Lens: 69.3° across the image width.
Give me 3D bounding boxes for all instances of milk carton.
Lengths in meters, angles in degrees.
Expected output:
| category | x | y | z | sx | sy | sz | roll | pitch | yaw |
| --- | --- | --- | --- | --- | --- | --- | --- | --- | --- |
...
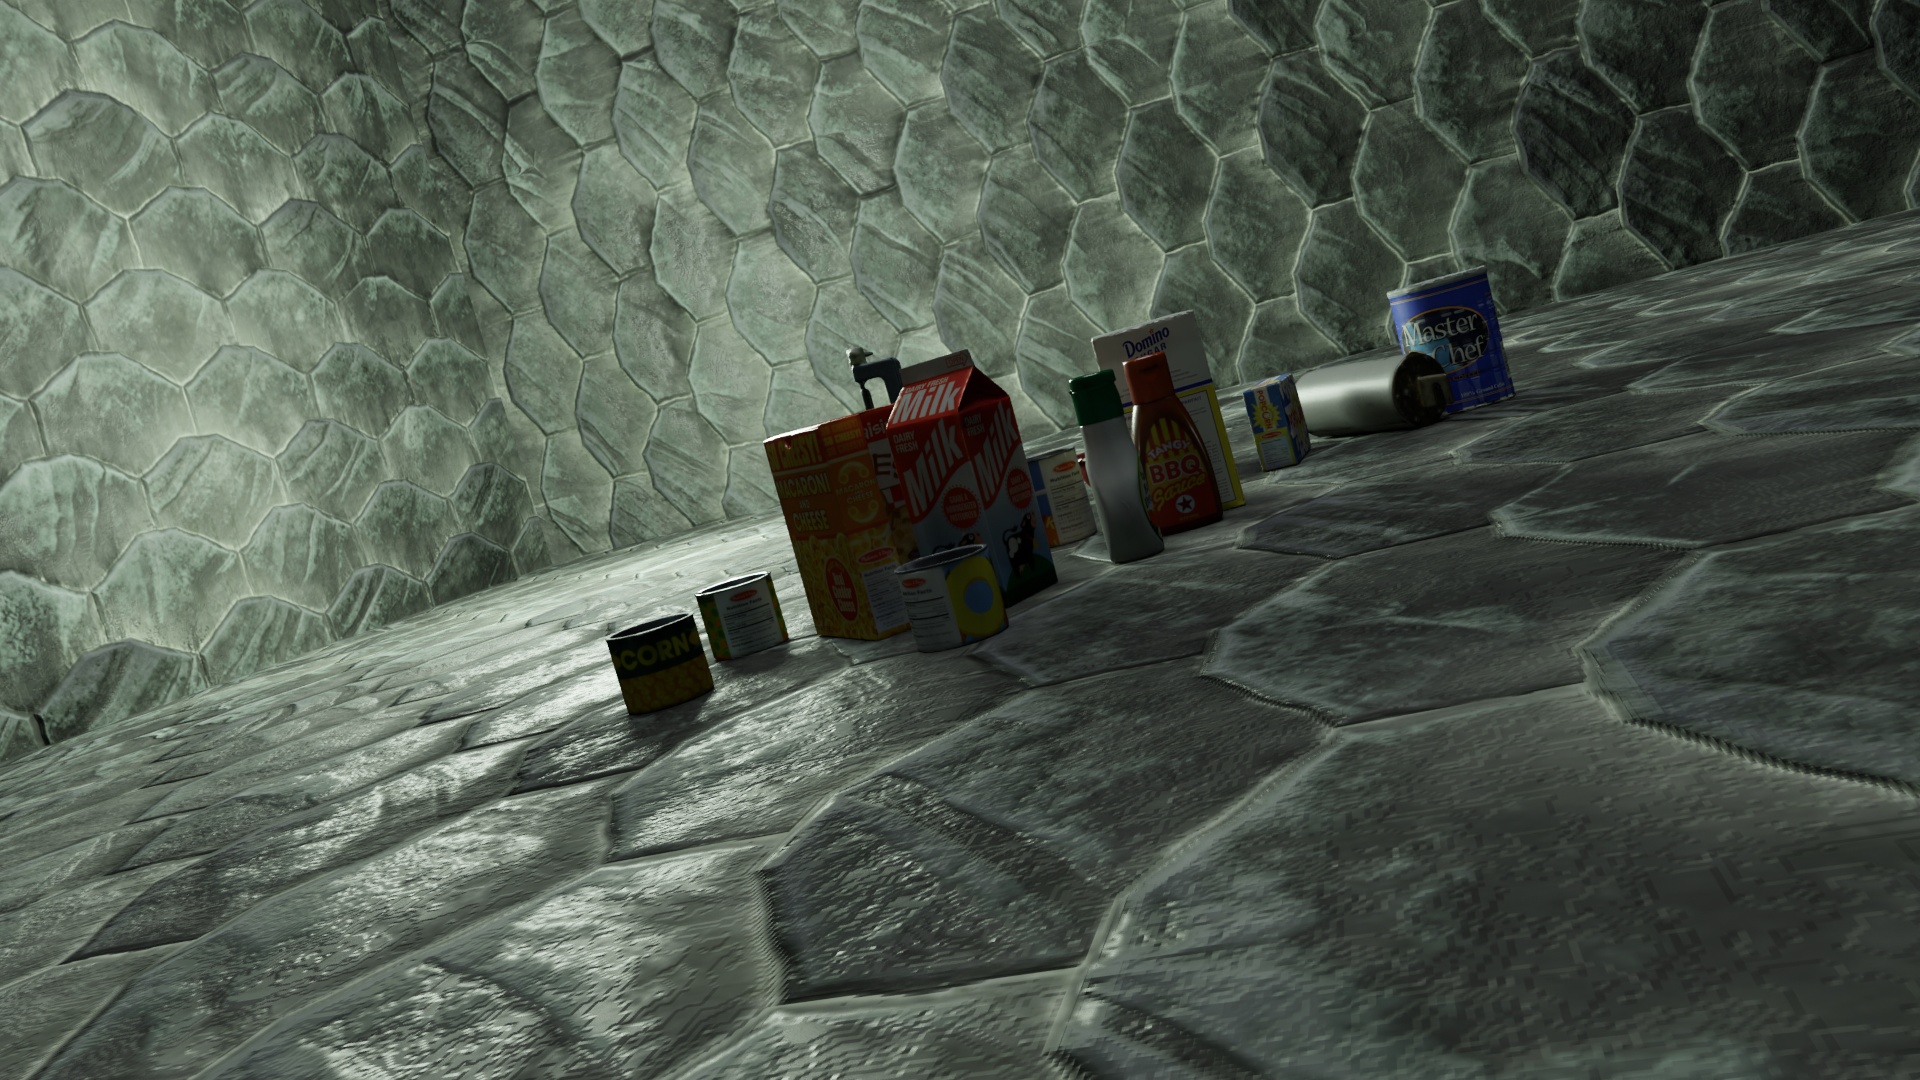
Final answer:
| category | x | y | z | sx | sy | sz | roll | pitch | yaw |
| --- | --- | --- | --- | --- | --- | --- | --- | --- | --- |
| milk carton | 0.004 | -0.045 | 1.052 | 0.072 | 0.190 | 0.074 | -11 | 7 | 38 |

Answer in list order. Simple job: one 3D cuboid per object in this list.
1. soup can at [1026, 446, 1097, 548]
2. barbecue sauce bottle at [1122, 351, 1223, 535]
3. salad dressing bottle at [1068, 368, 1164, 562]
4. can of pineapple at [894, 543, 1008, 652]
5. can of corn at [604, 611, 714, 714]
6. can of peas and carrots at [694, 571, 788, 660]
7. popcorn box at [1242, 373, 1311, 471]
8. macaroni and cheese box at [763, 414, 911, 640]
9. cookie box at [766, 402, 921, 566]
| category | x | y | z | sx | sy | sz | roll | pitch | yaw |
| --- | --- | --- | --- | --- | --- | --- | --- | --- | --- |
| soup can | 0.085 | -0.040 | 1.300 | 0.071 | 0.083 | 0.071 | -15 | 6 | 2 |
| barbecue sauce bottle | 0.171 | -0.082 | 1.159 | 0.065 | 0.148 | 0.044 | -15 | 6 | 3 |
| salad dressing bottle | 0.120 | -0.059 | 1.083 | 0.044 | 0.147 | 0.064 | -15 | 6 | 10 |
| can of pineapple | -0.004 | 0.038 | 0.944 | 0.071 | 0.057 | 0.071 | -15 | 6 | 2 |
| can of corn | -0.219 | 0.090 | 1.016 | 0.071 | 0.058 | 0.071 | -15 | 6 | 2 |
| can of peas and carrots | -0.183 | 0.063 | 1.166 | 0.071 | 0.058 | 0.071 | -15 | 6 | 2 |
| popcorn box | 0.330 | -0.124 | 1.441 | 0.038 | 0.085 | 0.127 | -13 | 6 | 22 |
| macaroni and cheese box | -0.096 | -0.008 | 1.081 | 0.040 | 0.166 | 0.123 | -18 | 6 | -26 |
| cookie box | -0.093 | -0.030 | 1.267 | 0.123 | 0.167 | 0.040 | -16 | 6 | -1 |
